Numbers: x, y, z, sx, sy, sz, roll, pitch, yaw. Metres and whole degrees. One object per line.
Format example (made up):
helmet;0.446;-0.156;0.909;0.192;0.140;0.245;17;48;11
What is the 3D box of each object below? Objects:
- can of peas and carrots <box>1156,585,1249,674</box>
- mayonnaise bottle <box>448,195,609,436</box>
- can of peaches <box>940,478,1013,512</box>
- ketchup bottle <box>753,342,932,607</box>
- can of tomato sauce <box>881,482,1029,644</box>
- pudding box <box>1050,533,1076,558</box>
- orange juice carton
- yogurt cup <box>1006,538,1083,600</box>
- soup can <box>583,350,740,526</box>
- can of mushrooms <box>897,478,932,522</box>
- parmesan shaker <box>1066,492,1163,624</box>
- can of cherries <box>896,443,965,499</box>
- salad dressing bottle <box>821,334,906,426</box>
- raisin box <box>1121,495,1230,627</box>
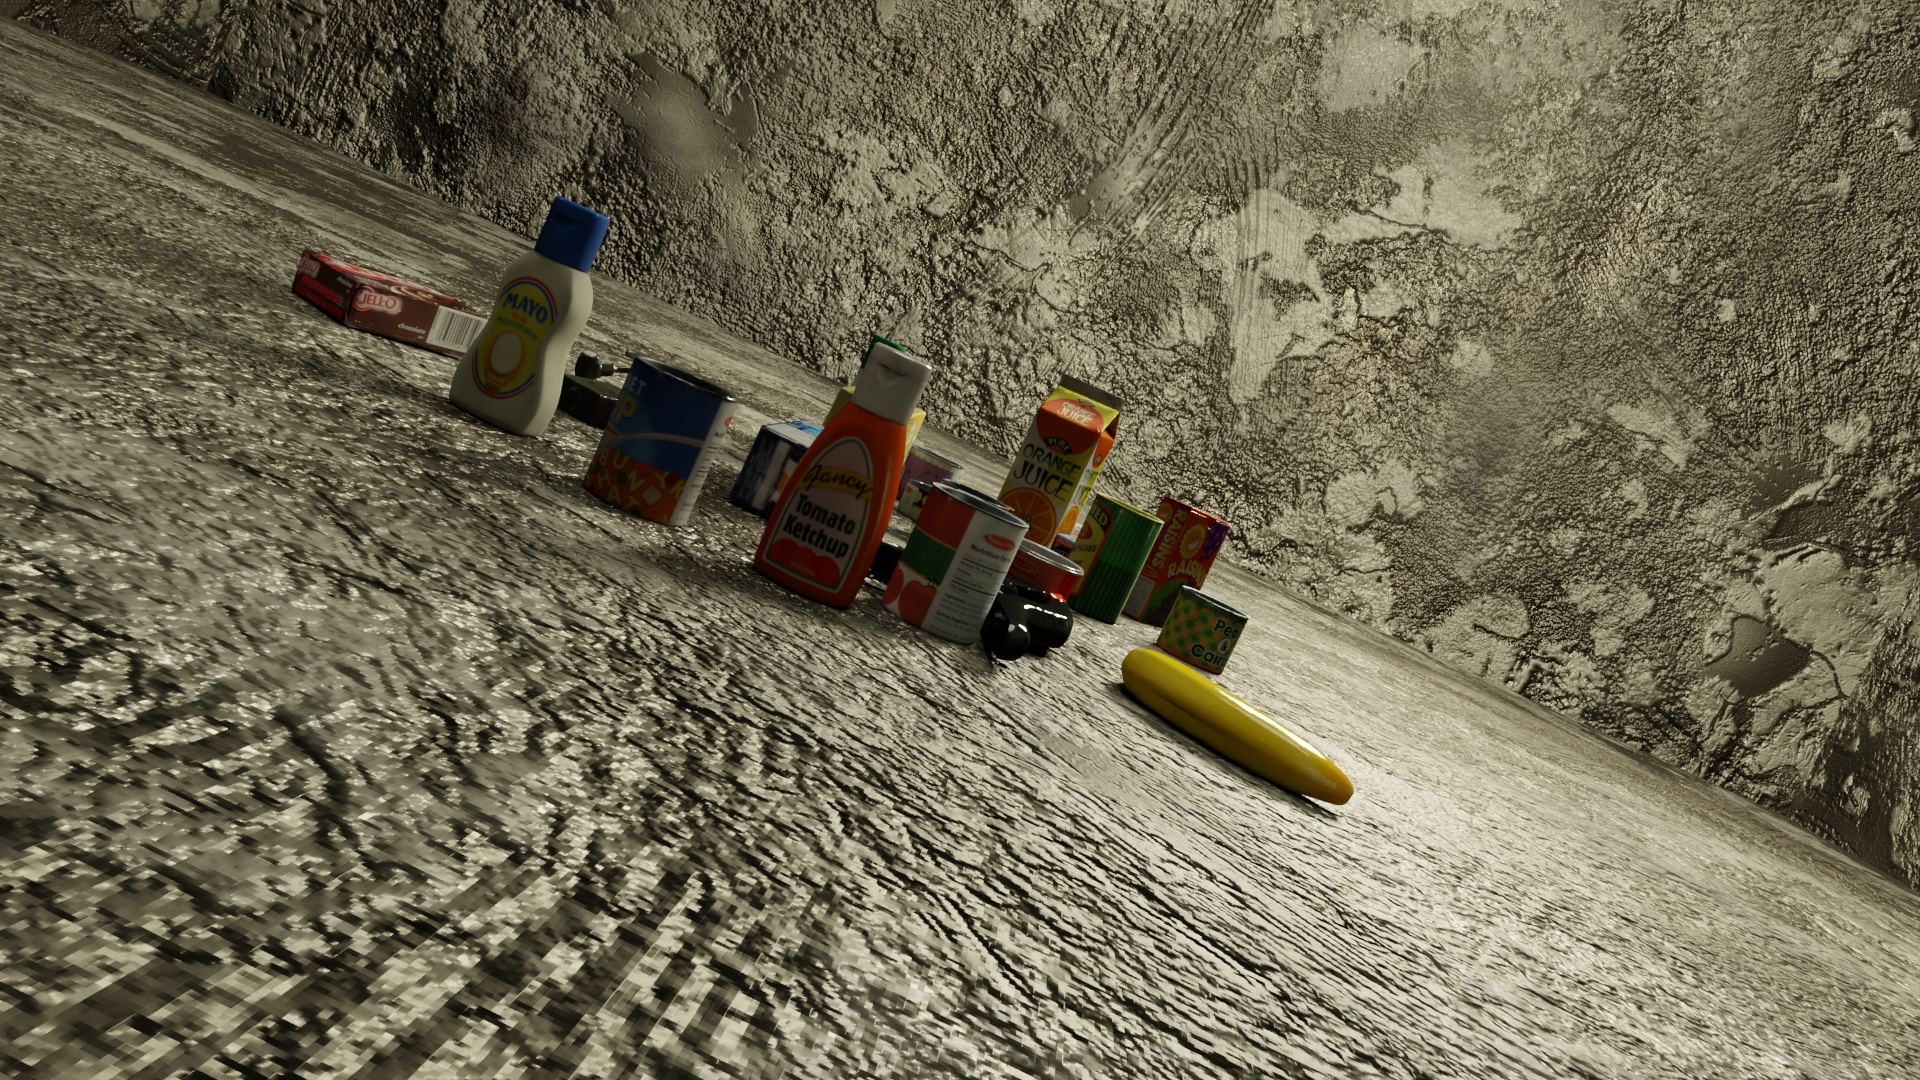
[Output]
can of peas and carrots;0.219;0.081;1.247;0.071;0.058;0.071;24;6;-3
mayonnaise bottle;-0.268;-0.144;0.881;0.065;0.148;0.041;26;6;9
can of peaches;0.004;-0.016;1.242;0.071;0.058;0.071;24;6;-3
ketchup bottle;-0.062;-0.040;0.801;0.065;0.148;0.043;25;6;7
can of tomato sauce;-0.005;0.014;0.873;0.071;0.083;0.071;24;6;-3
pudding box;0.123;0.032;1.329;0.084;0.049;0.030;28;7;25
orange juice carton;0.098;-0.071;1.425;0.072;0.192;0.073;26;6;16
yogurt cup;0.053;0.033;1.058;0.072;0.054;0.072;24;6;-3
soup can;-0.180;-0.060;0.823;0.071;0.083;0.071;24;6;-3
can of mushrooms;-0.025;-0.032;1.368;0.071;0.033;0.071;24;7;-3
parmesan shaker;0.132;0.017;1.251;0.071;0.103;0.071;24;6;-3
can of cherries;-0.039;-0.065;1.473;0.071;0.058;0.071;24;6;-3
salad dressing bottle;-0.102;-0.139;1.437;0.064;0.147;0.044;29;7;34
raisin box;0.211;0.024;1.386;0.040;0.123;0.086;29;8;38
